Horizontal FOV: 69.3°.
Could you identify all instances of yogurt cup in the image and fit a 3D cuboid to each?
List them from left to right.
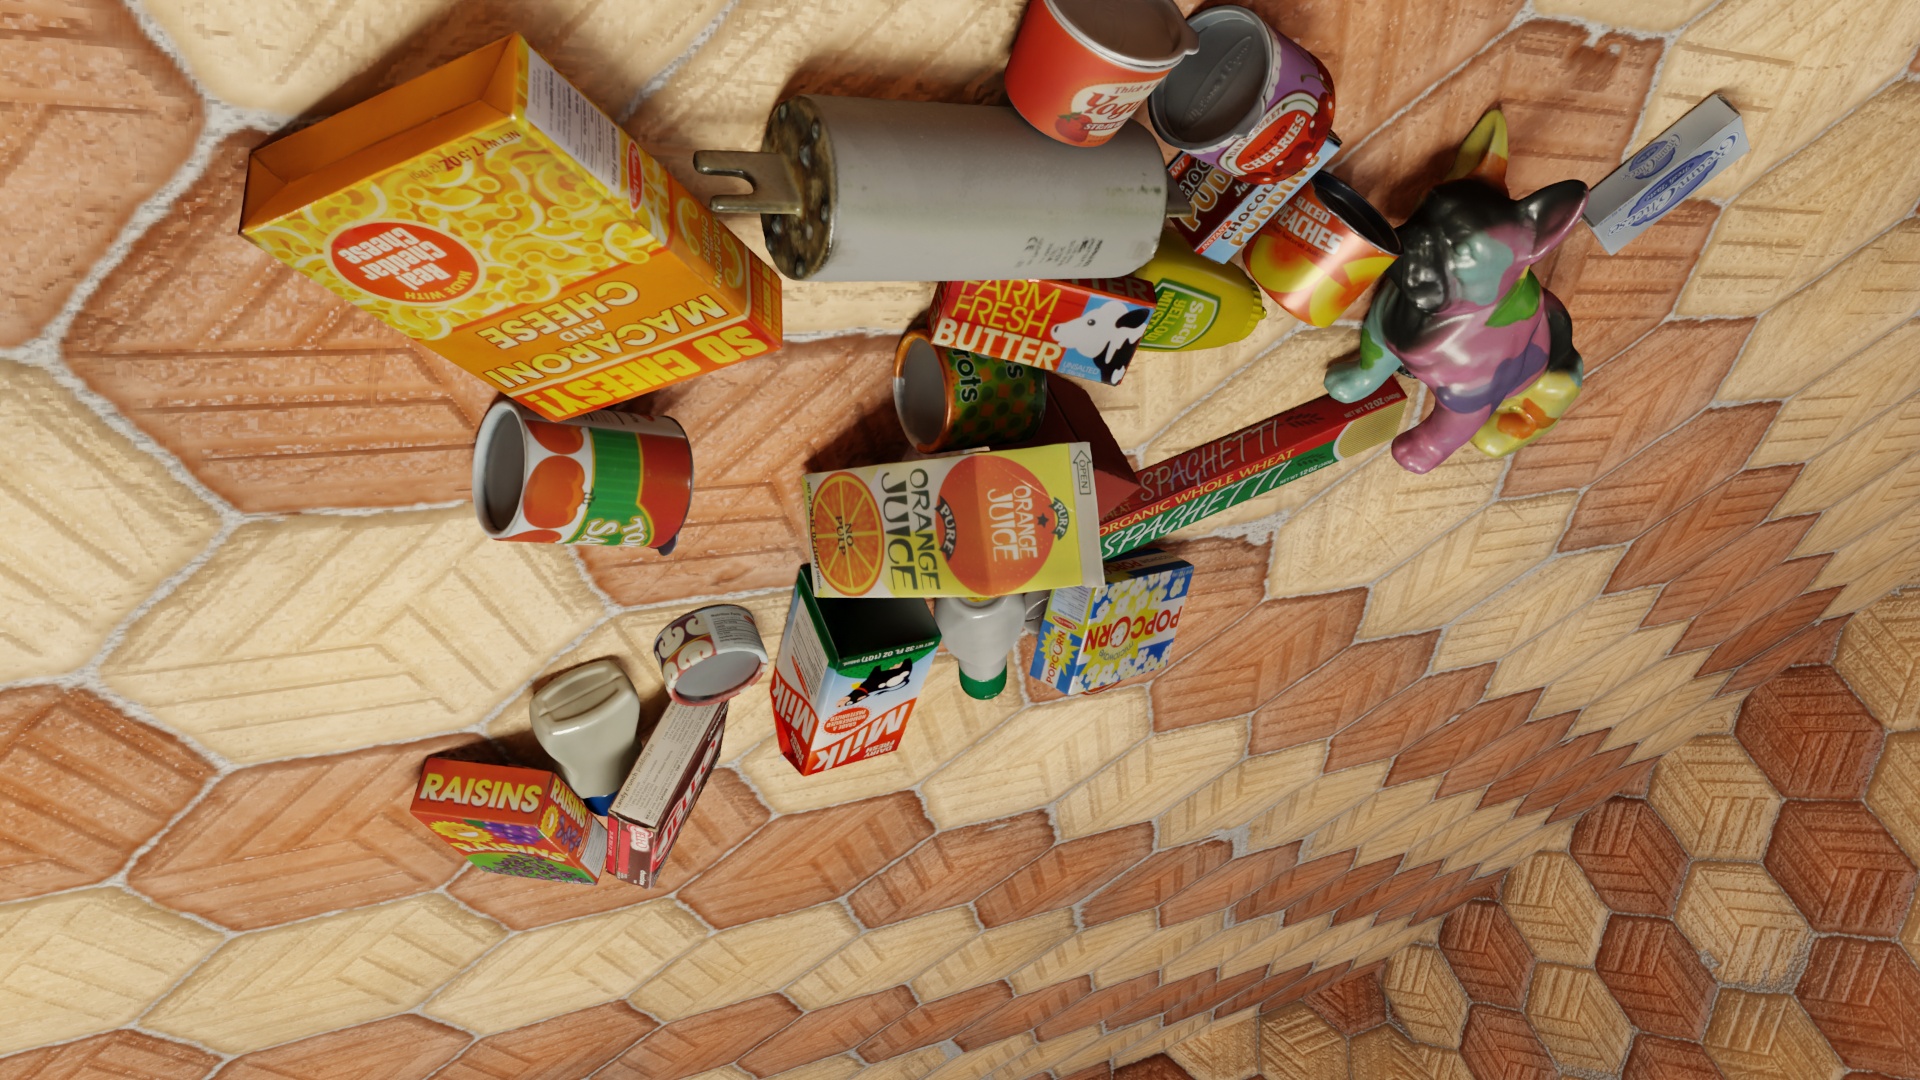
[{"bbox_3d":[0.053,-0.203,0.581,0.072,0.072,0.053,-7,152,-31],"label":"yogurt cup"}]

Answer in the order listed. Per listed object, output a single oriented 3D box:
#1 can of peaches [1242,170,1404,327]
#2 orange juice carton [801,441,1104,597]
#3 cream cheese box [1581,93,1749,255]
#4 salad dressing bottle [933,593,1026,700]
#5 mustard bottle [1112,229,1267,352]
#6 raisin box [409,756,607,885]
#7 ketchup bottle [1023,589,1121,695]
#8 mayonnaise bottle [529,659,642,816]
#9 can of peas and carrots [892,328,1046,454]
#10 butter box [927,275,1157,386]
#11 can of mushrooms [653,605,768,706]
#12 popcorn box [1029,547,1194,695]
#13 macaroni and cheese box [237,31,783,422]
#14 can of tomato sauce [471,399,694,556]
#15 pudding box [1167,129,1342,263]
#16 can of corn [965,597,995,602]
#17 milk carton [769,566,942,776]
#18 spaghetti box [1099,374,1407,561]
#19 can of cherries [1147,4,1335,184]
[{"bbox_3d":[0.196,-0.159,0.758,0.071,0.071,0.057,4,139,-42],"label":"can of peaches"},{"bbox_3d":[0.003,-0.009,0.726,0.073,0.071,0.192,-8,-177,-41],"label":"orange juice carton"},{"bbox_3d":[0.448,-0.232,0.887,0.103,0.024,0.053,-40,149,22],"label":"cream cheese box"},{"bbox_3d":[0.015,0.069,0.992,0.064,0.044,0.147,-17,150,-8],"label":"salad dressing bottle"},{"bbox_3d":[0.119,-0.133,0.755,0.160,0.049,0.065,1,141,-39],"label":"mustard bottle"},{"bbox_3d":[-0.287,0.182,0.897,0.086,0.040,0.123,5,151,9],"label":"raisin box"},{"bbox_3d":[0.087,0.074,1.056,0.064,0.044,0.148,-36,148,9],"label":"ketchup bottle"},{"bbox_3d":[-0.235,0.133,0.896,0.065,0.041,0.147,-27,153,-22],"label":"mayonnaise bottle"},{"bbox_3d":[0.005,-0.082,0.726,0.059,0.071,0.070,-9,146,-27],"label":"can of peas and carrots"},{"bbox_3d":[0.039,-0.112,0.681,0.103,0.024,0.052,12,132,-13],"label":"butter box"},{"bbox_3d":[-0.158,0.075,0.874,0.071,0.033,0.070,-21,150,-13],"label":"can of mushrooms"},{"bbox_3d":[0.111,0.056,0.998,0.127,0.038,0.085,-8,118,-48],"label":"popcorn box"},{"bbox_3d":[-0.164,-0.111,0.539,0.123,0.040,0.166,-14,155,21],"label":"macaroni and cheese box"},{"bbox_3d":[-0.179,-0.029,0.660,0.083,0.071,0.071,4,138,-41],"label":"can of tomato sauce"},{"bbox_3d":[0.140,-0.185,0.690,0.030,0.050,0.083,9,135,-48],"label":"pudding box"},{"bbox_3d":[0.028,0.003,0.873,0.058,0.071,0.070,-13,147,-22],"label":"can of corn"},{"bbox_3d":[-0.077,0.094,0.927,0.072,0.074,0.189,-11,147,-25],"label":"milk carton"},{"bbox_3d":[0.192,-0.050,0.962,0.250,0.029,0.050,-22,149,-8],"label":"spaghetti box"},{"bbox_3d":[0.130,-0.200,0.636,0.058,0.072,0.071,9,134,-46],"label":"can of cherries"}]
